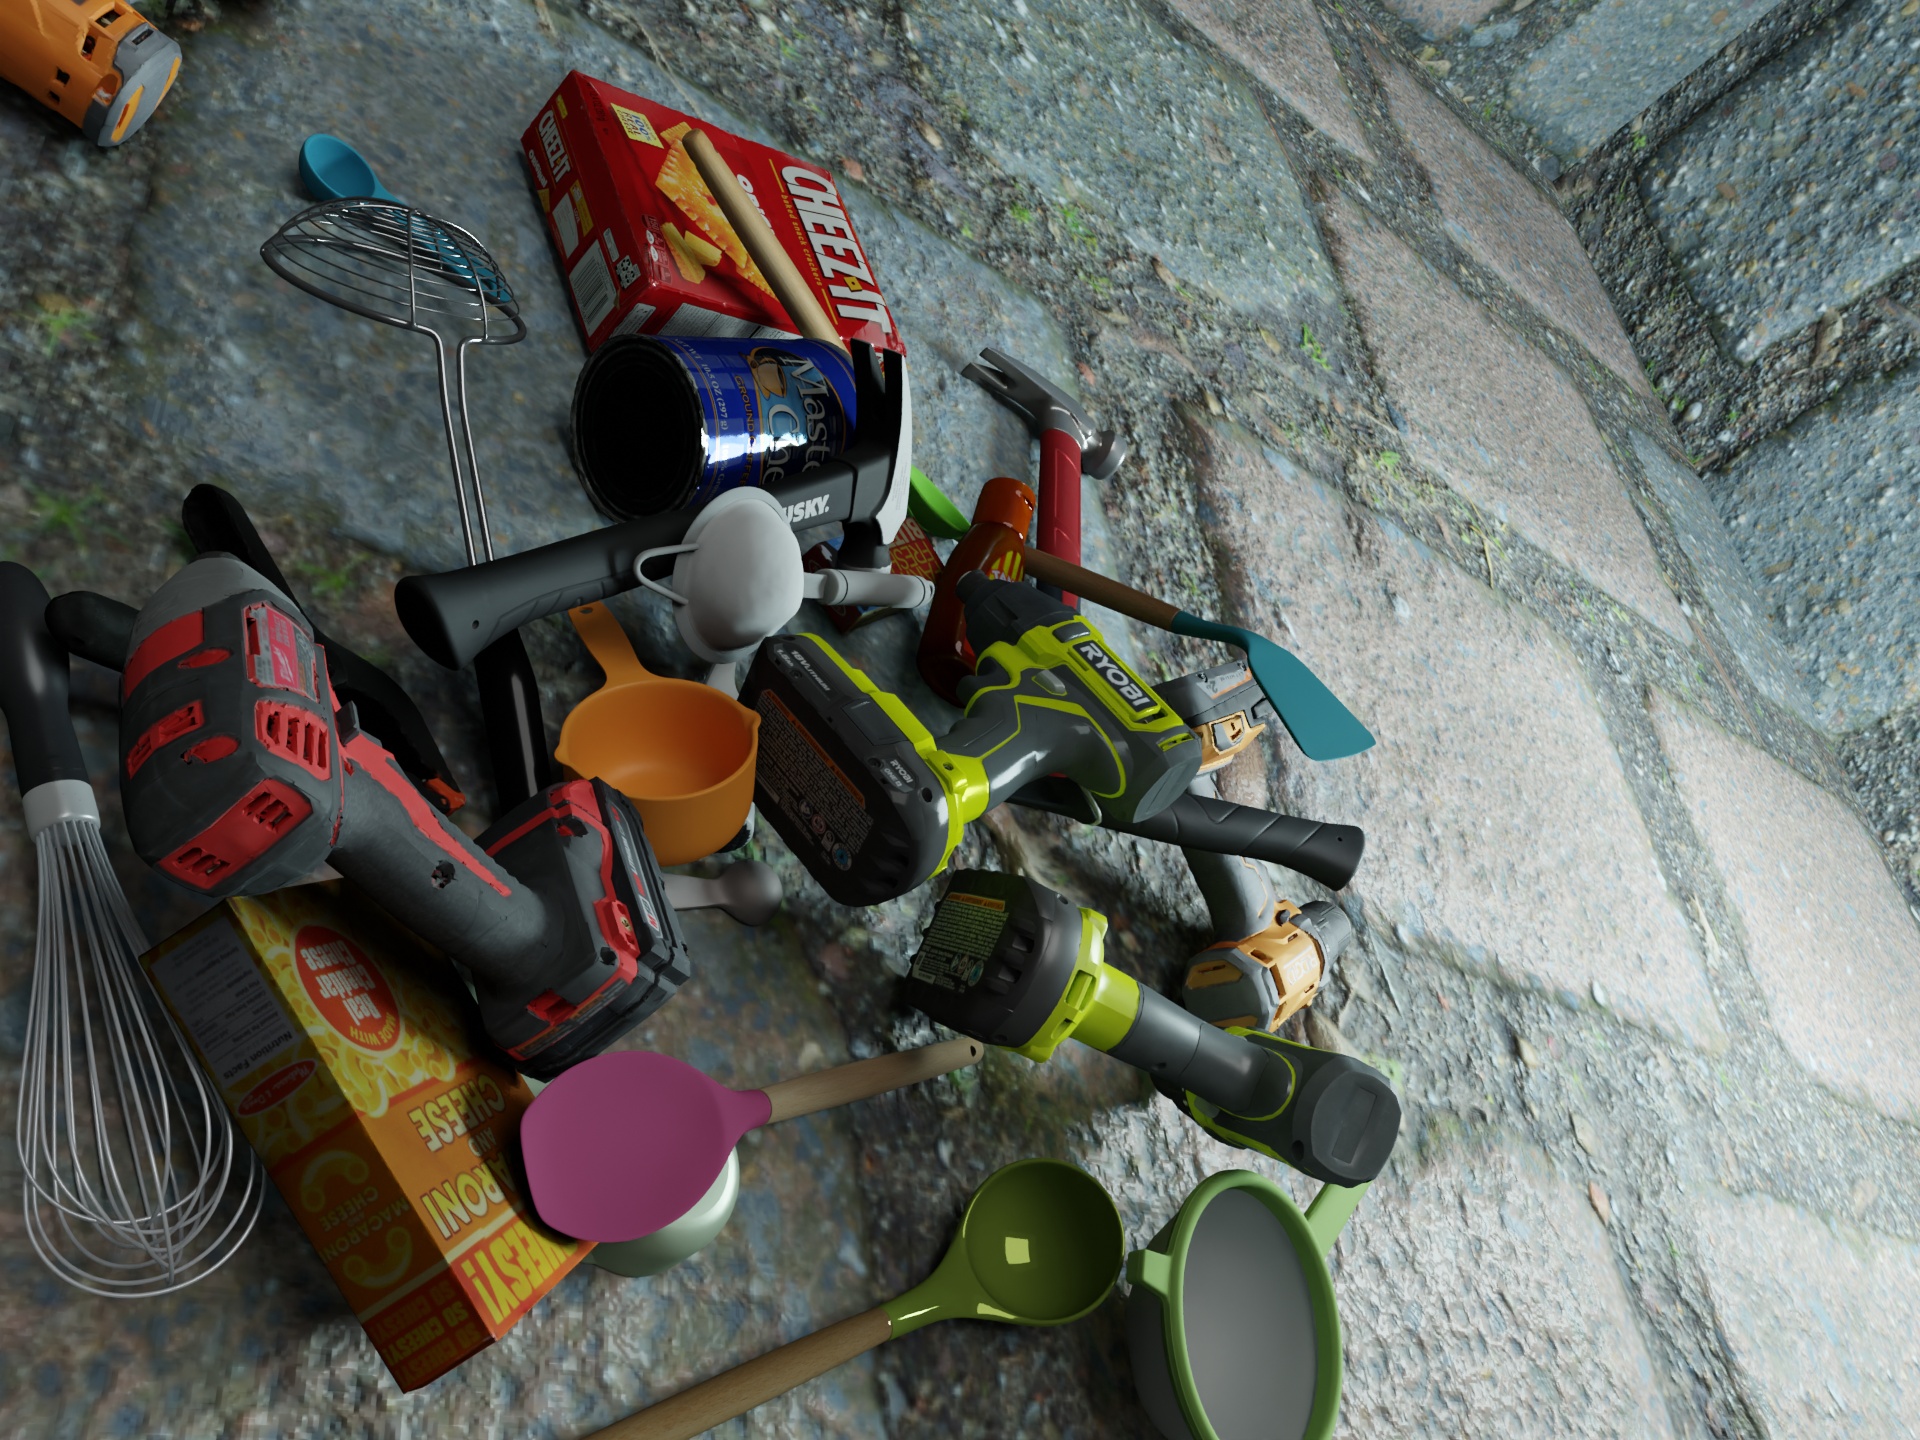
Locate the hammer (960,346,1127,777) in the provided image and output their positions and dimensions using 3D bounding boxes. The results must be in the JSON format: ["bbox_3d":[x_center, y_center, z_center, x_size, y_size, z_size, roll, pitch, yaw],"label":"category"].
[{"bbox_3d":[0.056,-0.104,1.095,0.143,0.038,0.387,30,42,-26],"label":"hammer"}]

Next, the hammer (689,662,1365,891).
[{"bbox_3d":[0.048,0.037,0.880,0.408,0.036,0.149,12,47,-20],"label":"hammer"}]

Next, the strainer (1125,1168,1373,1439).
[{"bbox_3d":[0.154,0.292,0.843,0.256,0.069,0.151,-27,94,-54],"label":"strainer"}]

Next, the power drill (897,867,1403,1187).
[{"bbox_3d":[0.089,0.160,0.824,0.228,0.190,0.080,29,79,-17],"label":"power drill"}]

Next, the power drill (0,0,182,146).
[{"bbox_3d":[-0.425,-0.392,0.769,0.164,0.084,0.227,36,43,-22],"label":"power drill"}]

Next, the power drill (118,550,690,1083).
[{"bbox_3d":[-0.203,0.032,0.577,0.219,0.078,0.143,47,9,-46],"label":"power drill"}]

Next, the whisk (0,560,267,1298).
[{"bbox_3d":[-0.304,0.060,0.553,0.070,0.070,0.285,0,57,-48],"label":"whisk"}]

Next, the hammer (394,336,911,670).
[{"bbox_3d":[-0.129,-0.095,0.769,0.035,0.146,0.335,24,30,26],"label":"hammer"}]

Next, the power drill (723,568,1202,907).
[{"bbox_3d":[-0.001,-0.003,0.810,0.223,0.080,0.171,-18,57,-44],"label":"power drill"}]

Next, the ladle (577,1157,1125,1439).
[{"bbox_3d":[-0.047,0.258,0.670,0.320,0.062,0.078,-5,51,-46],"label":"ladle"}]

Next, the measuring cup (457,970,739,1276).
[{"bbox_3d":[-0.156,0.152,0.648,0.167,0.038,0.083,49,36,-9],"label":"measuring cup"}]

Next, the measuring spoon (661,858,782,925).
[{"bbox_3d":[-0.132,0.078,0.753,0.124,0.018,0.034,7,56,-44],"label":"measuring spoon"}]

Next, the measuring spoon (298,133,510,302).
[{"bbox_3d":[-0.300,-0.262,0.856,0.128,0.021,0.042,36,38,-36],"label":"measuring spoon"}]

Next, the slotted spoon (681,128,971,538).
[{"bbox_3d":[-0.076,-0.219,0.958,0.313,0.031,0.070,54,6,-39],"label":"slotted spoon"}]

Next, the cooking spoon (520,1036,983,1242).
[{"bbox_3d":[-0.073,0.166,0.696,0.318,0.017,0.069,5,67,-59],"label":"cooking spoon"}]

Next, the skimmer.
[{"bbox_3d":[-0.247,-0.093,0.760,0.127,0.090,0.363,0,71,-46],"label":"skimmer"}]

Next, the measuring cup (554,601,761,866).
[{"bbox_3d":[-0.157,0.003,0.758,0.095,0.052,0.174,-12,40,-25],"label":"measuring cup"}]

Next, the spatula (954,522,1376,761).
[{"bbox_3d":[0.110,-0.059,0.986,0.318,0.044,0.082,27,24,35],"label":"spatula"}]

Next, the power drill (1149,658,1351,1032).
[{"bbox_3d":[0.181,0.079,1.027,0.185,0.084,0.226,-15,86,-55],"label":"power drill"}]

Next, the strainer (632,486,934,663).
[{"bbox_3d":[-0.070,-0.070,0.820,0.050,0.087,0.258,16,9,24],"label":"strainer"}]
